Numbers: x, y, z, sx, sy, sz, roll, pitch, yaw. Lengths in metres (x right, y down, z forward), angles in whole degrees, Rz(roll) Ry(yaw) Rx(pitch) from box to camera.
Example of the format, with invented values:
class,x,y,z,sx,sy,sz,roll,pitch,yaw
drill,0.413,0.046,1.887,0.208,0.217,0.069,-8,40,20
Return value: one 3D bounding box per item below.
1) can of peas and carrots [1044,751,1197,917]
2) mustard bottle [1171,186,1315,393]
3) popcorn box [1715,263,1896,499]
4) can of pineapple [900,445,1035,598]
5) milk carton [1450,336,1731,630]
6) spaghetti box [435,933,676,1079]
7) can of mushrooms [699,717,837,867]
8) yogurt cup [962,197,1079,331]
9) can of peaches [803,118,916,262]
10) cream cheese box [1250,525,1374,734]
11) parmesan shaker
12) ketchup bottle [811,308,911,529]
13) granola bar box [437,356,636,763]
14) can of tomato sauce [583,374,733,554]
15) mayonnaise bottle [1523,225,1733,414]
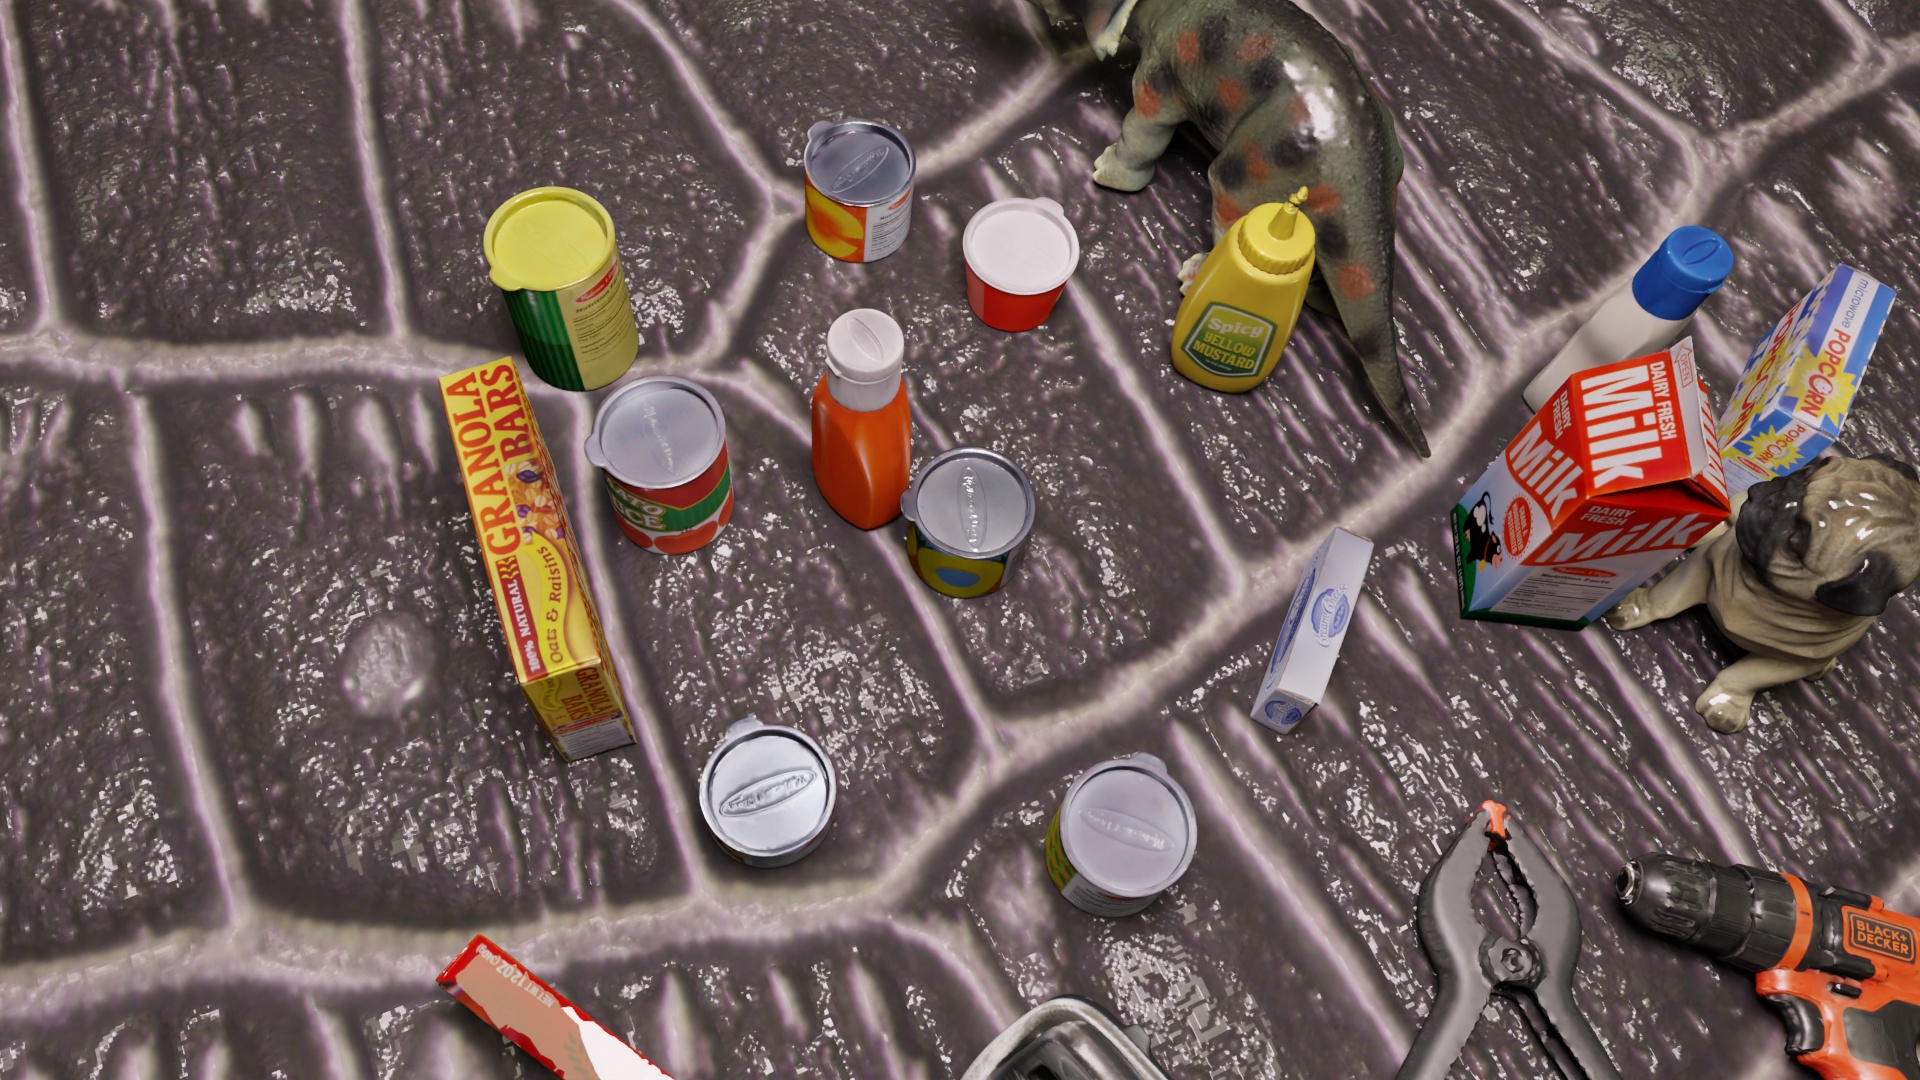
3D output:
class,x,y,z,sx,sy,sz,roll,pitch,yaw
can of peas and carrots,0.078,0.145,0.682,0.071,0.058,0.071,2,64,-4
mustard bottle,0.162,-0.142,0.773,0.065,0.159,0.049,19,64,4
popcorn box,0.494,-0.091,0.822,0.038,0.085,0.127,32,66,10
can of pineapple,0.003,-0.009,0.750,0.071,0.057,0.071,2,64,-4
milk carton,0.327,-0.024,0.715,0.073,0.189,0.072,6,64,-2
spaghetti box,-0.122,0.260,0.612,0.250,0.050,0.029,32,66,10
can of mushrooms,-0.095,0.125,0.689,0.071,0.033,0.071,2,64,-4
yogurt cup,0.033,-0.161,0.829,0.072,0.053,0.072,2,64,-4
can of peaches,-0.063,-0.213,0.842,0.071,0.057,0.071,2,64,-4
cream cheese box,0.188,0.049,0.743,0.024,0.053,0.104,24,64,6
parmesan shaker,-0.219,-0.134,0.764,0.071,0.102,0.071,2,64,-4
ketchup bottle,-0.052,-0.063,0.720,0.044,0.148,0.065,-31,71,-18
granola bar box,-0.207,0.013,0.682,0.039,0.123,0.166,-17,67,-13
can of tomato sauce,-0.157,-0.037,0.734,0.071,0.082,0.071,2,64,-4
mayonnaise bottle,0.380,-0.120,0.790,0.065,0.147,0.041,-28,70,-17
